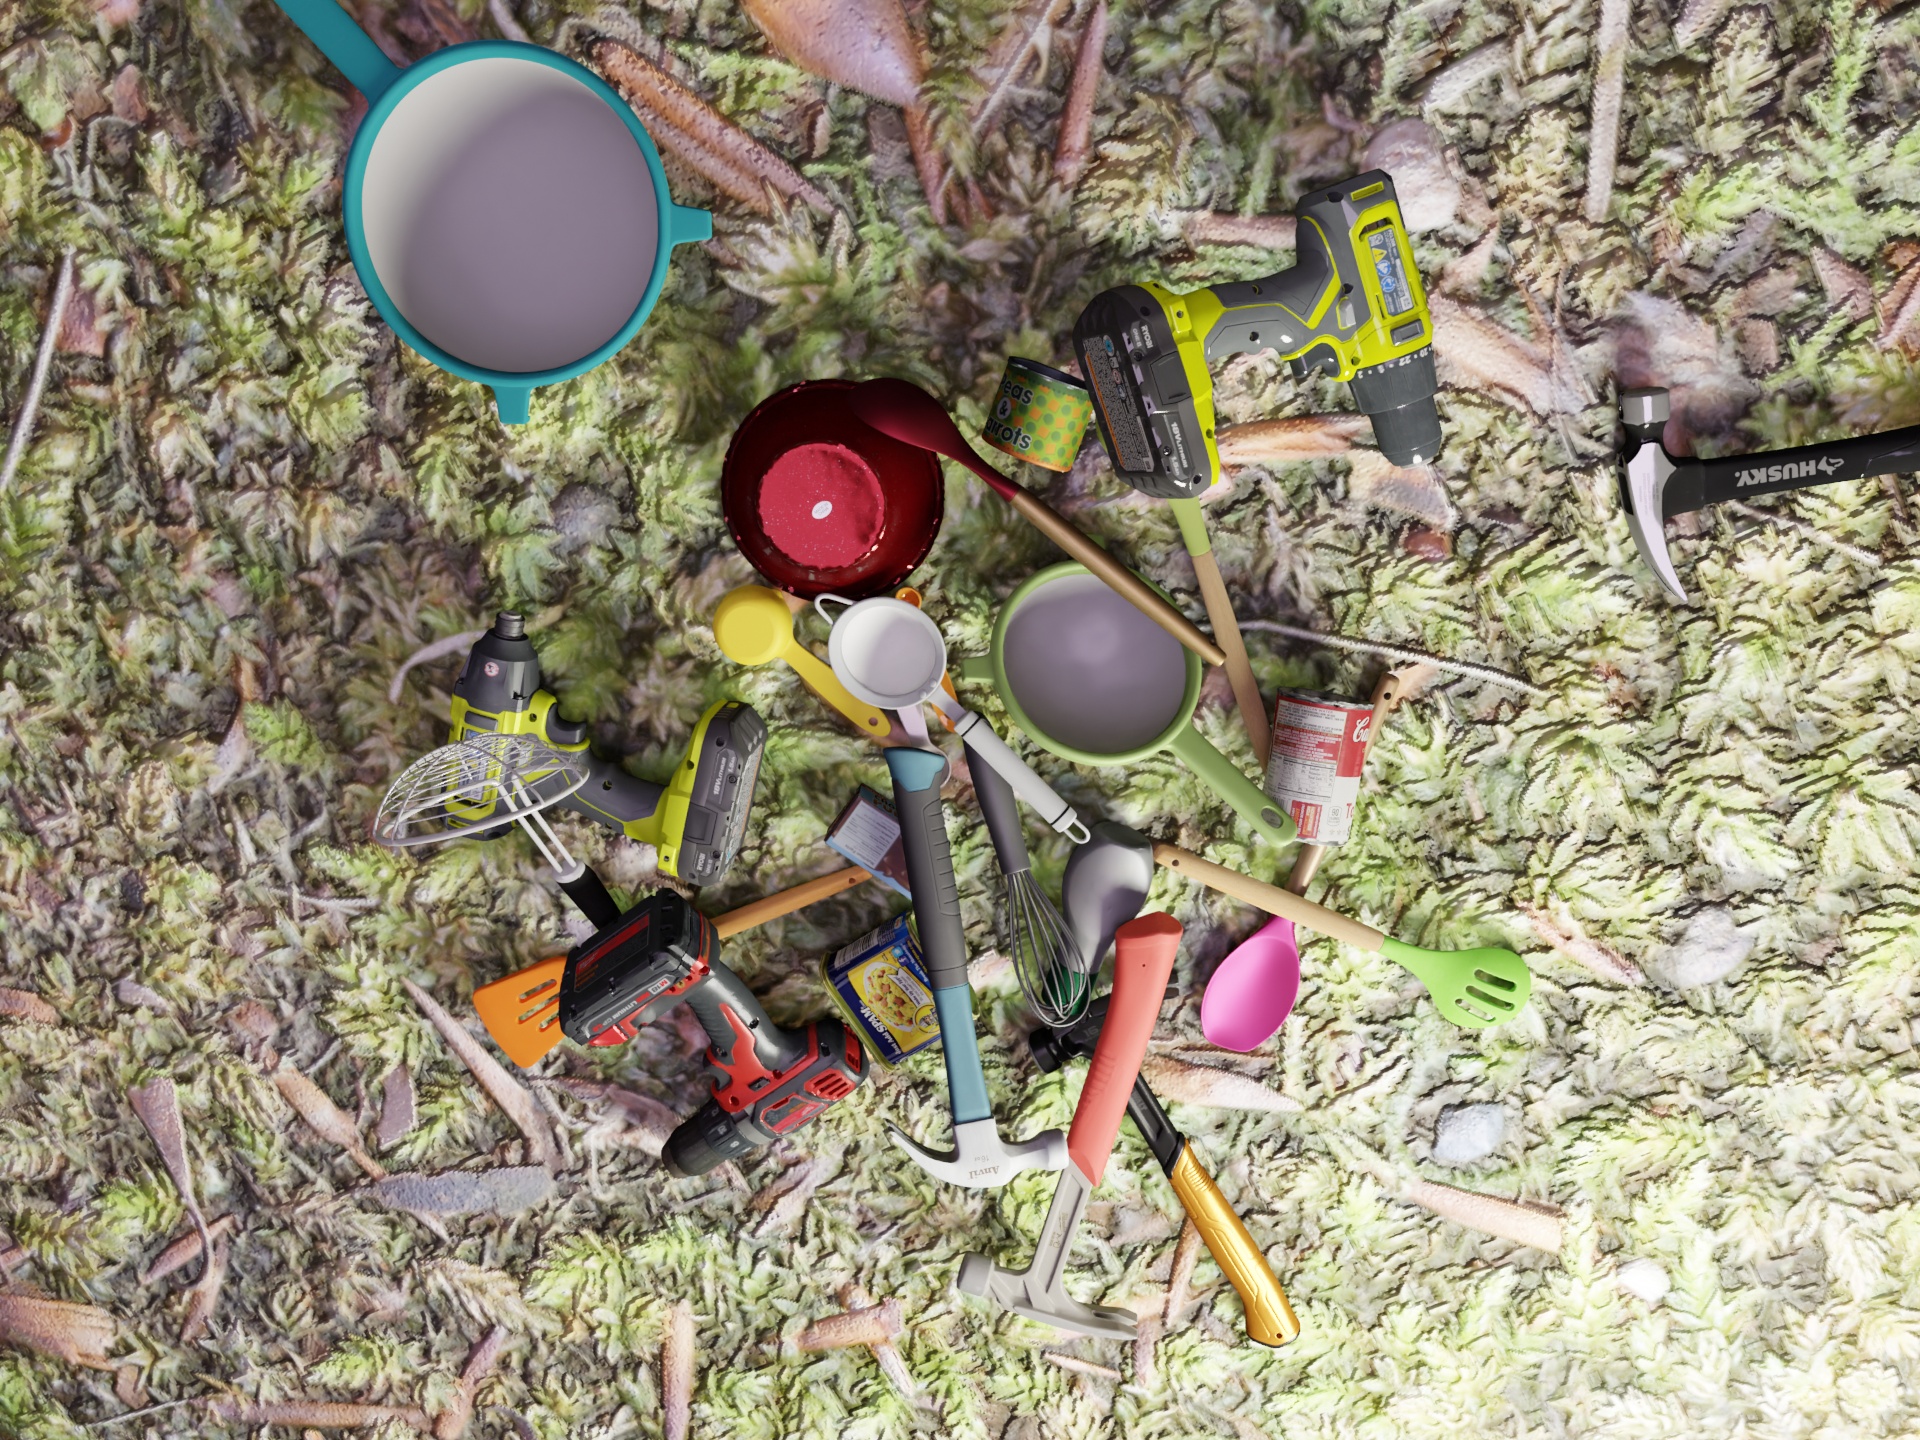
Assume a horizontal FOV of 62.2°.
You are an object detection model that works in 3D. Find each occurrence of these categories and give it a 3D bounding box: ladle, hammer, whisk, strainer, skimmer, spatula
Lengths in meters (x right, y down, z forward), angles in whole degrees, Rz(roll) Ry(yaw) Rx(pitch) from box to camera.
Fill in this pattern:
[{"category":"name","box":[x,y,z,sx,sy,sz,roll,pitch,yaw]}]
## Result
[{"category":"ladle","box":[0.057,-0.137,1.085,0.315,0.069,0.031,38,126,-4]},{"category":"hammer","box":[-0.009,0.179,1.162,0.128,0.033,0.331,-10,94,-7]},{"category":"whisk","box":[0.044,0.107,1.162,0.055,0.055,0.239,-17,88,9]},{"category":"strainer","box":[-0.329,-0.374,1.037,0.211,0.095,0.340,-42,98,12]},{"category":"hammer","box":[0.188,0.358,1.257,0.127,0.034,0.336,-28,103,13]},{"category":"ladle","box":[0.174,-0.098,1.118,0.078,0.062,0.320,-21,112,3]},{"category":"hammer","box":[0.112,0.311,1.212,0.149,0.037,0.359,16,110,0]},{"category":"strainer","box":[0.127,0.003,1.114,0.256,0.069,0.151,42,69,2]},{"category":"skimmer","box":[-0.276,0.104,1.063,0.127,0.363,0.090,-16,64,-4]},{"category":"spatula","box":[-0.217,0.177,1.226,0.322,0.041,0.081,-22,113,9]},{"category":"hammer","box":[0.614,-0.172,1.060,0.335,0.035,0.146,-8,106,7]},{"category":"strainer","box":[-0.002,-0.004,1.134,0.258,0.050,0.087,45,117,-2]}]

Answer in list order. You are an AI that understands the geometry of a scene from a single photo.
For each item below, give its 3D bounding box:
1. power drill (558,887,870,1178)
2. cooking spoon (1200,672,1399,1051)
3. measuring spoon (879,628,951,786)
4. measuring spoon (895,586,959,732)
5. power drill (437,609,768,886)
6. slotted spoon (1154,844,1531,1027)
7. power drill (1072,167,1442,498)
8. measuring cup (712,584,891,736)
[{"category":"power drill","box":[-0.204,0.251,1.209,0.188,0.080,0.226,-35,121,14]},{"category":"cooking spoon","box":[0.256,0.110,1.182,0.068,0.017,0.318,18,108,-6]},{"category":"measuring spoon","box":[-0.036,-0.009,1.172,0.034,0.018,0.124,-16,99,6]},{"category":"measuring spoon","box":[-0.021,-0.045,1.161,0.021,0.011,0.116,-12,110,23]},{"category":"power drill","box":[-0.264,0.024,1.165,0.223,0.080,0.171,16,109,3]},{"category":"slotted spoon","box":[0.286,0.157,1.176,0.313,0.031,0.070,23,108,-7]},{"category":"power drill","box":[0.203,-0.227,1.020,0.228,0.080,0.190,-24,105,-15]},{"category":"measuring cup","box":[-0.114,-0.037,1.157,0.156,0.029,0.062,39,106,-6]}]
